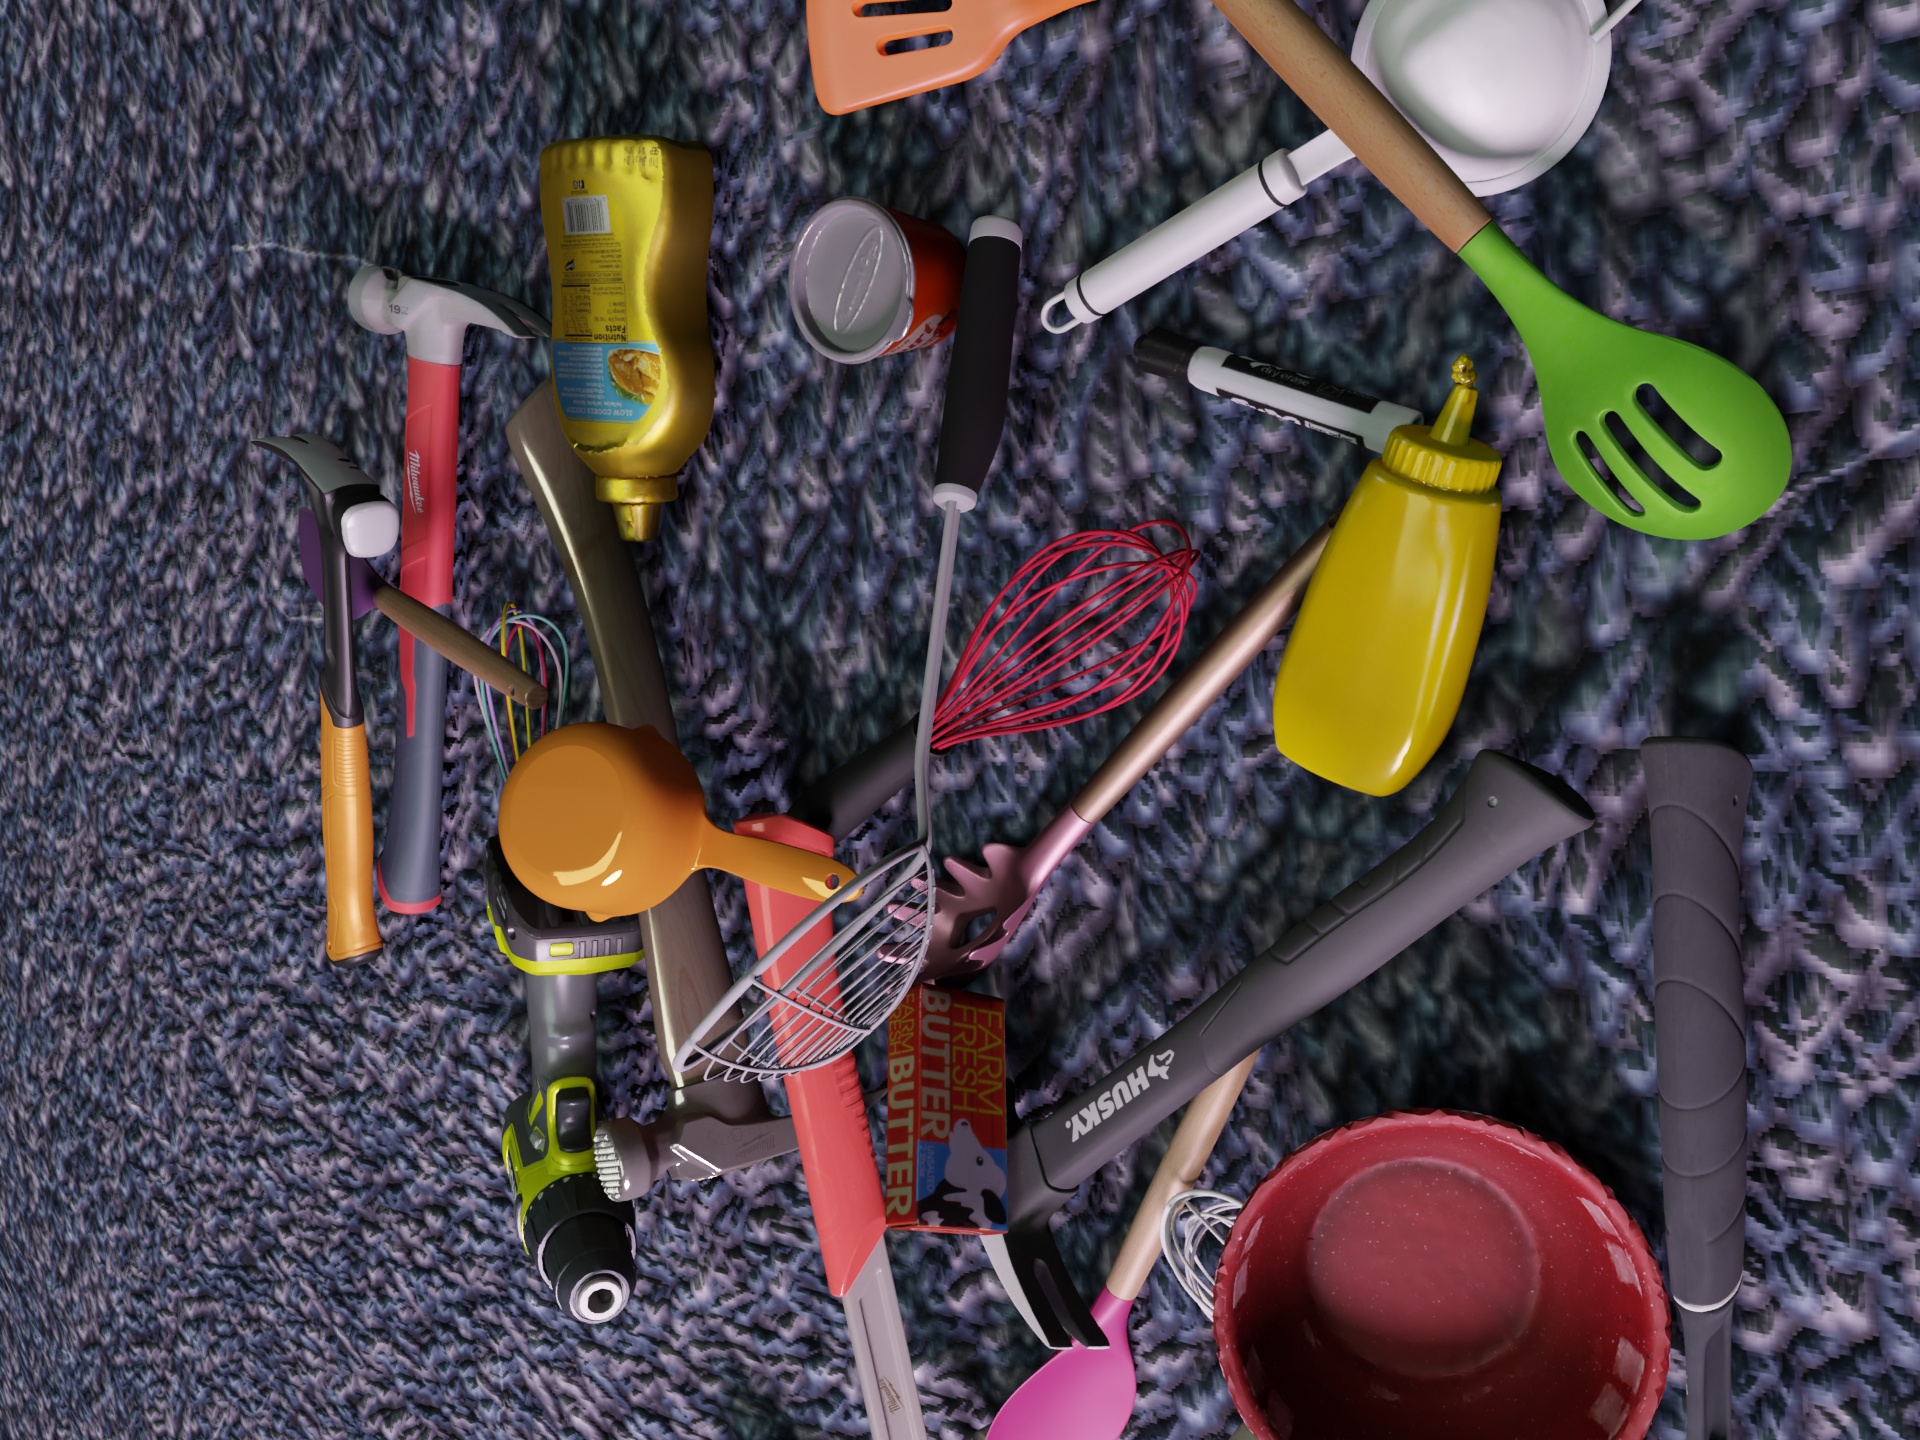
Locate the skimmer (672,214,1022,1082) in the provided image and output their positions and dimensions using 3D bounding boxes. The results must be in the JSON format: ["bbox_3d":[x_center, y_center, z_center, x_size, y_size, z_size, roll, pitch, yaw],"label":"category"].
[{"bbox_3d":[-0.039,-0.035,0.638,0.090,0.127,0.363,8,80,3],"label":"skimmer"}]

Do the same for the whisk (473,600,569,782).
[{"bbox_3d":[-0.247,0.050,0.920,0.047,0.051,0.245,25,121,53],"label":"whisk"}]

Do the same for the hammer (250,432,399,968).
[{"bbox_3d":[-0.364,0.003,0.929,0.127,0.034,0.336,37,129,38],"label":"hammer"}]

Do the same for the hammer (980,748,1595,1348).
[{"bbox_3d":[0.111,0.125,0.635,0.334,0.035,0.146,-46,45,33],"label":"hammer"}]

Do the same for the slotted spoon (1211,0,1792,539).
[{"bbox_3d":[0.151,-0.177,0.526,0.314,0.031,0.070,49,143,4],"label":"slotted spoon"}]

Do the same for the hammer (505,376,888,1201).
[{"bbox_3d":[-0.150,0.019,0.807,0.038,0.146,0.411,-31,71,56],"label":"hammer"}]

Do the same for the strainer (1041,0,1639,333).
[{"bbox_3d":[0.125,-0.200,0.580,0.258,0.050,0.087,-22,102,41],"label":"strainer"}]

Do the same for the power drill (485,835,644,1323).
[{"bbox_3d":[-0.208,0.187,0.855,0.191,0.080,0.228,-149,59,-65],"label":"power drill"}]

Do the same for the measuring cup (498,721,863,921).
[{"bbox_3d":[-0.129,0.053,0.710,0.174,0.052,0.095,13,84,22],"label":"measuring cup"}]

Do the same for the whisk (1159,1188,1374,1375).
[{"bbox_3d":[0.176,0.287,0.650,0.246,0.058,0.059,44,127,15],"label":"whisk"}]

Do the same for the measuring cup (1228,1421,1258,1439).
[{"bbox_3d":[0.184,0.341,0.654,0.168,0.038,0.083,20,142,25],"label":"measuring cup"}]

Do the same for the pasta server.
[{"bbox_3d":[0.063,0.020,0.677,0.316,0.040,0.060,-50,38,32],"label":"pasta server"}]

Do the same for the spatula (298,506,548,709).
[{"bbox_3d":[-0.307,-0.059,0.878,0.316,0.018,0.059,25,118,44],"label":"spatula"}]

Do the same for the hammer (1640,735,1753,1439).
[{"bbox_3d":[0.249,0.208,0.539,0.036,0.149,0.409,1,95,52],"label":"hammer"}]

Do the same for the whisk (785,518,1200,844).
[{"bbox_3d":[-0.001,-0.002,0.707,0.296,0.073,0.073,-36,79,43],"label":"whisk"}]

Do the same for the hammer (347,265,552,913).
[{"bbox_3d":[-0.305,-0.059,0.935,0.143,0.038,0.386,20,112,30],"label":"hammer"}]

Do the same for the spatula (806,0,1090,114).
[{"bbox_3d":[0.079,-0.283,0.592,0.323,0.041,0.081,7,104,35],"label":"spatula"}]

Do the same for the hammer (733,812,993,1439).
[{"bbox_3d":[-0.064,0.221,0.751,0.037,0.149,0.359,-4,99,62],"label":"hammer"}]

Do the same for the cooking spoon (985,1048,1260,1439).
[{"bbox_3d":[0.082,0.236,0.716,0.017,0.068,0.318,-115,41,-60],"label":"cooking spoon"}]
